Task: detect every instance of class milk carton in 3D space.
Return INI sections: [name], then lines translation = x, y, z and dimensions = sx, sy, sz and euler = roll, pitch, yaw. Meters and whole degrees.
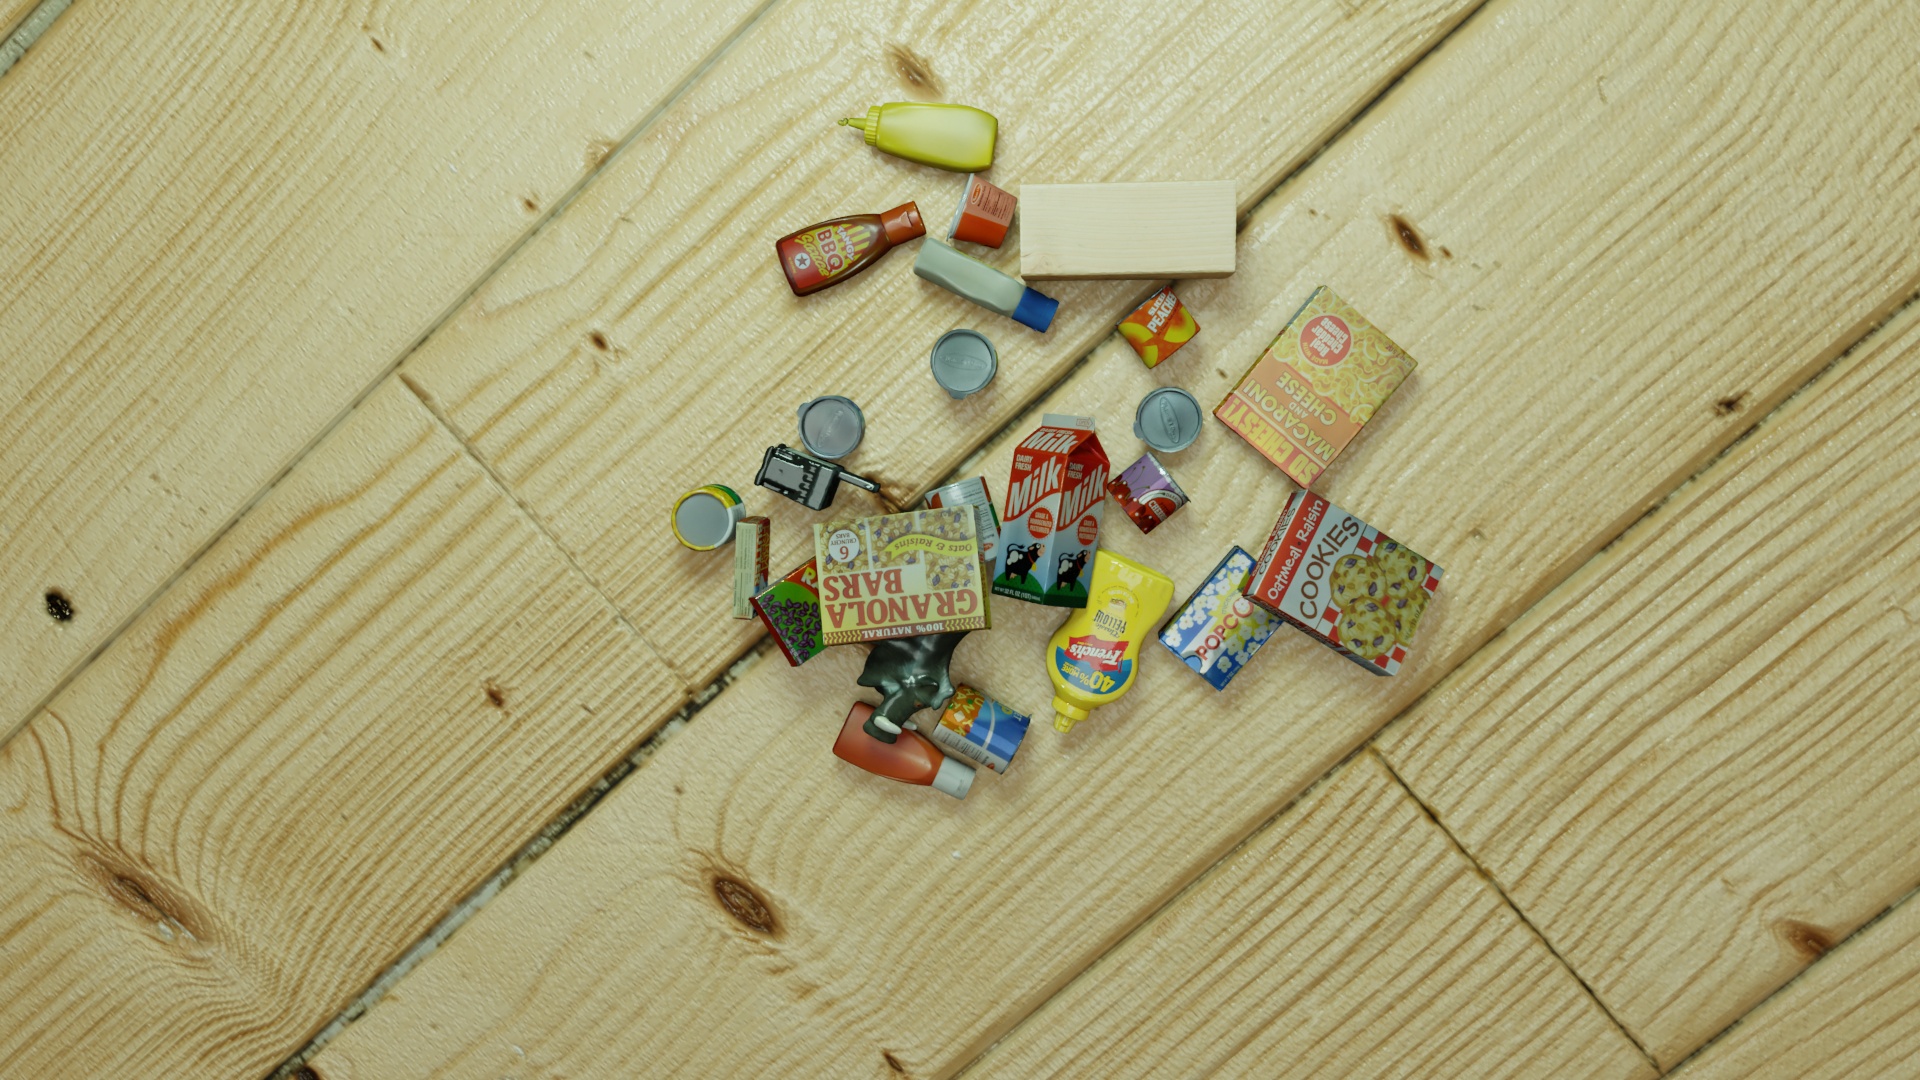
[milk carton]
translation = 0.094, -0.032, 1.396
dimensions = 0.072, 0.073, 0.190
euler = 10, 92, 43

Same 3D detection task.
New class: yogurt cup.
[yogurt cup]
translation = 0.023, -0.326, 1.391
dimensions = 0.054, 0.072, 0.072
euler = 19, 98, -6

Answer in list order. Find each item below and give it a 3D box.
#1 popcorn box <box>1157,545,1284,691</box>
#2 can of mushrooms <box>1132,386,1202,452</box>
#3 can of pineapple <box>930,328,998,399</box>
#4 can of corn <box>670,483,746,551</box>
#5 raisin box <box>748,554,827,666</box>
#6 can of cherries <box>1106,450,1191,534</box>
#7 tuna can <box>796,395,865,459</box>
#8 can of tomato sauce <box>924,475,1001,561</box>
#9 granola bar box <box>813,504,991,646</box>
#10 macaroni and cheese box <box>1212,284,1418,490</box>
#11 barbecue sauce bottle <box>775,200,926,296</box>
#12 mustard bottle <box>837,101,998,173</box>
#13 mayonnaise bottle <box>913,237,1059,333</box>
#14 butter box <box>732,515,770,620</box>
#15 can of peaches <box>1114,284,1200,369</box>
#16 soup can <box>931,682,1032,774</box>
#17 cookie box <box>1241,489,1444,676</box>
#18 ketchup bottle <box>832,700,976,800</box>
[popcorn box]
translation = 0.276, 0.079, 1.431
dimensions = 0.085, 0.038, 0.126
euler = 40, 97, -2
[can of mushrooms]
translation = 0.209, -0.123, 1.415
dimensions = 0.071, 0.033, 0.071
euler = 0, 97, 4
[can of pineapple]
translation = 0.004, -0.180, 1.410
dimensions = 0.071, 0.058, 0.071
euler = 1, 97, 4
[can of corn]
translation = -0.265, -0.024, 1.447
dimensions = 0.071, 0.058, 0.071
euler = 0, 97, 4
[raisin box]
translation = -0.142, 0.062, 1.433
dimensions = 0.124, 0.040, 0.086
euler = -34, 96, -19
[can of cherries]
translation = 0.191, -0.047, 1.406
dimensions = 0.058, 0.071, 0.071
euler = -39, 93, 8
[tuna can]
translation = -0.135, -0.119, 1.440
dimensions = 0.071, 0.033, 0.071
euler = 0, 97, 4
[can of tomato sauce]
translation = 0.005, -0.018, 1.426
dimensions = 0.071, 0.071, 0.083
euler = -17, 95, 6
[granola bar box]
translation = -0.057, 0.035, 1.380
dimensions = 0.165, 0.039, 0.124
euler = -7, 84, 13
[macaroni and cheese box]
translation = 0.355, -0.153, 1.398
dimensions = 0.124, 0.040, 0.166
euler = 40, 97, -1
[barbecue sauce bottle]
translation = -0.109, -0.302, 1.412
dimensions = 0.148, 0.044, 0.065
euler = -20, 94, 6
[mustard bottle]
translation = -0.044, -0.410, 1.392
dimensions = 0.160, 0.049, 0.065
euler = 11, 97, 4
[mayonnaise bottle]
translation = 0.026, -0.256, 1.400
dimensions = 0.148, 0.065, 0.041
euler = 25, 94, -3
[butter box]
translation = -0.218, 0.028, 1.453
dimensions = 0.024, 0.053, 0.103
euler = 4, 96, 7
[can of peaches]
translation = 0.198, -0.214, 1.386
dimensions = 0.071, 0.071, 0.058
euler = -38, 94, 7
[soup can]
translation = 0.023, 0.193, 1.449
dimensions = 0.084, 0.071, 0.071
euler = 29, 98, 1
[cookie box]
translation = 0.383, 0.043, 1.394
dimensions = 0.167, 0.040, 0.123
euler = 30, 79, -5
[ketchup bottle]
translation = -0.057, 0.228, 1.468
dimensions = 0.149, 0.043, 0.064
euler = 25, 90, 1
